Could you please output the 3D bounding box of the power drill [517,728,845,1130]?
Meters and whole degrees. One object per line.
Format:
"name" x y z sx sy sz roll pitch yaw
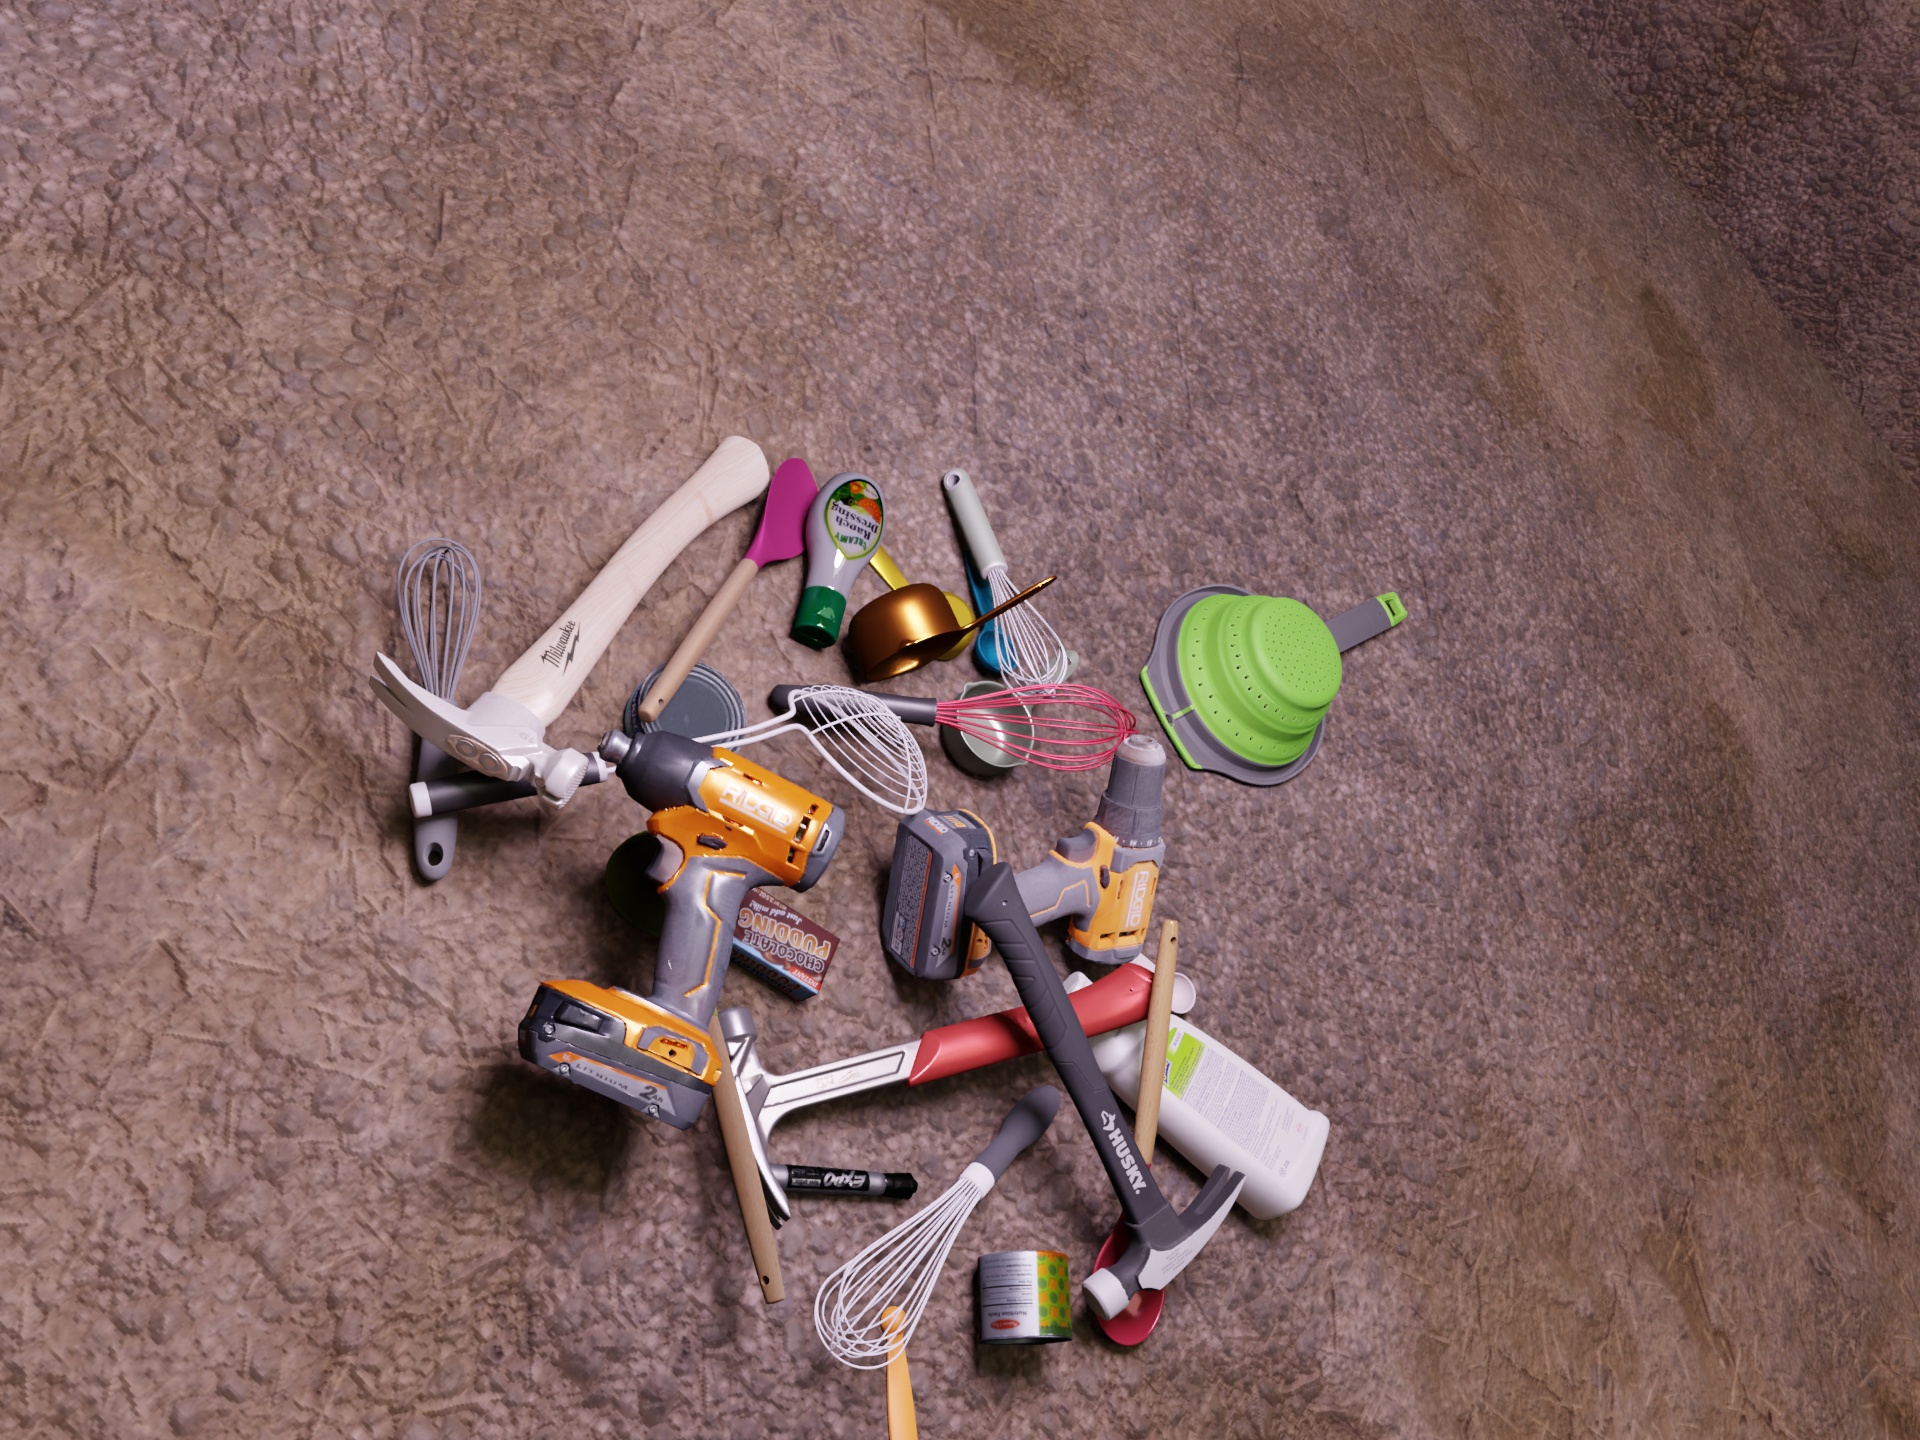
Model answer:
"power drill" -0.188 0.121 0.996 0.164 0.084 0.226 29 72 -16

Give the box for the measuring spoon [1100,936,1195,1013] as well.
"measuring spoon" 0.143 0.204 1.330 0.124 0.018 0.034 37 57 -7

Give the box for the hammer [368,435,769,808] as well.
"hammer" -0.248 -0.104 1.137 0.146 0.038 0.411 31 41 -3

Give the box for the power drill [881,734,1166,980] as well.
"power drill" 0.062 0.104 1.221 0.226 0.084 0.185 -2 111 -32

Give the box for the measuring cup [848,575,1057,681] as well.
"measuring cup" -0.010 -0.093 1.275 0.173 0.095 0.052 -28 80 4

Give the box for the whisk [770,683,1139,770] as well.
"whisk" -0.002 -0.004 1.254 0.295 0.073 0.073 6 64 -10

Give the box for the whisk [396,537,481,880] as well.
"whisk" -0.352 -0.010 1.065 0.055 0.055 0.239 7 70 -32

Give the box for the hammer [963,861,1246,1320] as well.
"hammer" 0.092 0.253 1.145 0.146 0.035 0.334 -30 102 -23

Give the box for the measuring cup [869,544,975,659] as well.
"measuring cup" -0.045 -0.120 1.338 0.156 0.029 0.062 50 50 -4

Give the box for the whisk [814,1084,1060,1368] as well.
"whisk" -0.007 0.350 1.132 0.070 0.070 0.284 54 45 -2

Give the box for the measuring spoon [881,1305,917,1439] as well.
"measuring spoon" -0.039 0.460 1.081 0.021 0.011 0.117 7 65 -32

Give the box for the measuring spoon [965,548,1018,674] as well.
"measuring spoon" 0.018 -0.093 1.382 0.042 0.021 0.129 8 55 -35

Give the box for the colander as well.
"colander" 0.346 -0.075 1.546 0.397 0.094 0.204 -24 83 -39

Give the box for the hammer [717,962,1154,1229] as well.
"hammer" 0.003 0.245 1.151 0.359 0.036 0.149 -8 62 -29

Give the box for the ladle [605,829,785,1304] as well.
"ladle" -0.168 0.221 1.046 0.062 0.078 0.320 25 43 -60

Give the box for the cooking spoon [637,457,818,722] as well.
"cooking spoon" -0.172 -0.103 1.213 0.068 0.017 0.319 67 31 -33

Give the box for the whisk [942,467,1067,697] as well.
"whisk" 0.032 -0.121 1.360 0.059 0.058 0.247 38 27 -58

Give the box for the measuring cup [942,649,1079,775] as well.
"measuring cup" 0.046 -0.013 1.347 0.083 0.038 0.167 53 48 -3

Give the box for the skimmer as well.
"skimmer" -0.192 0.043 1.105 0.363 0.090 0.127 -11 43 -25

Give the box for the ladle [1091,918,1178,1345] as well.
"ladle" 0.139 0.307 1.200 0.069 0.031 0.315 9 87 -31
